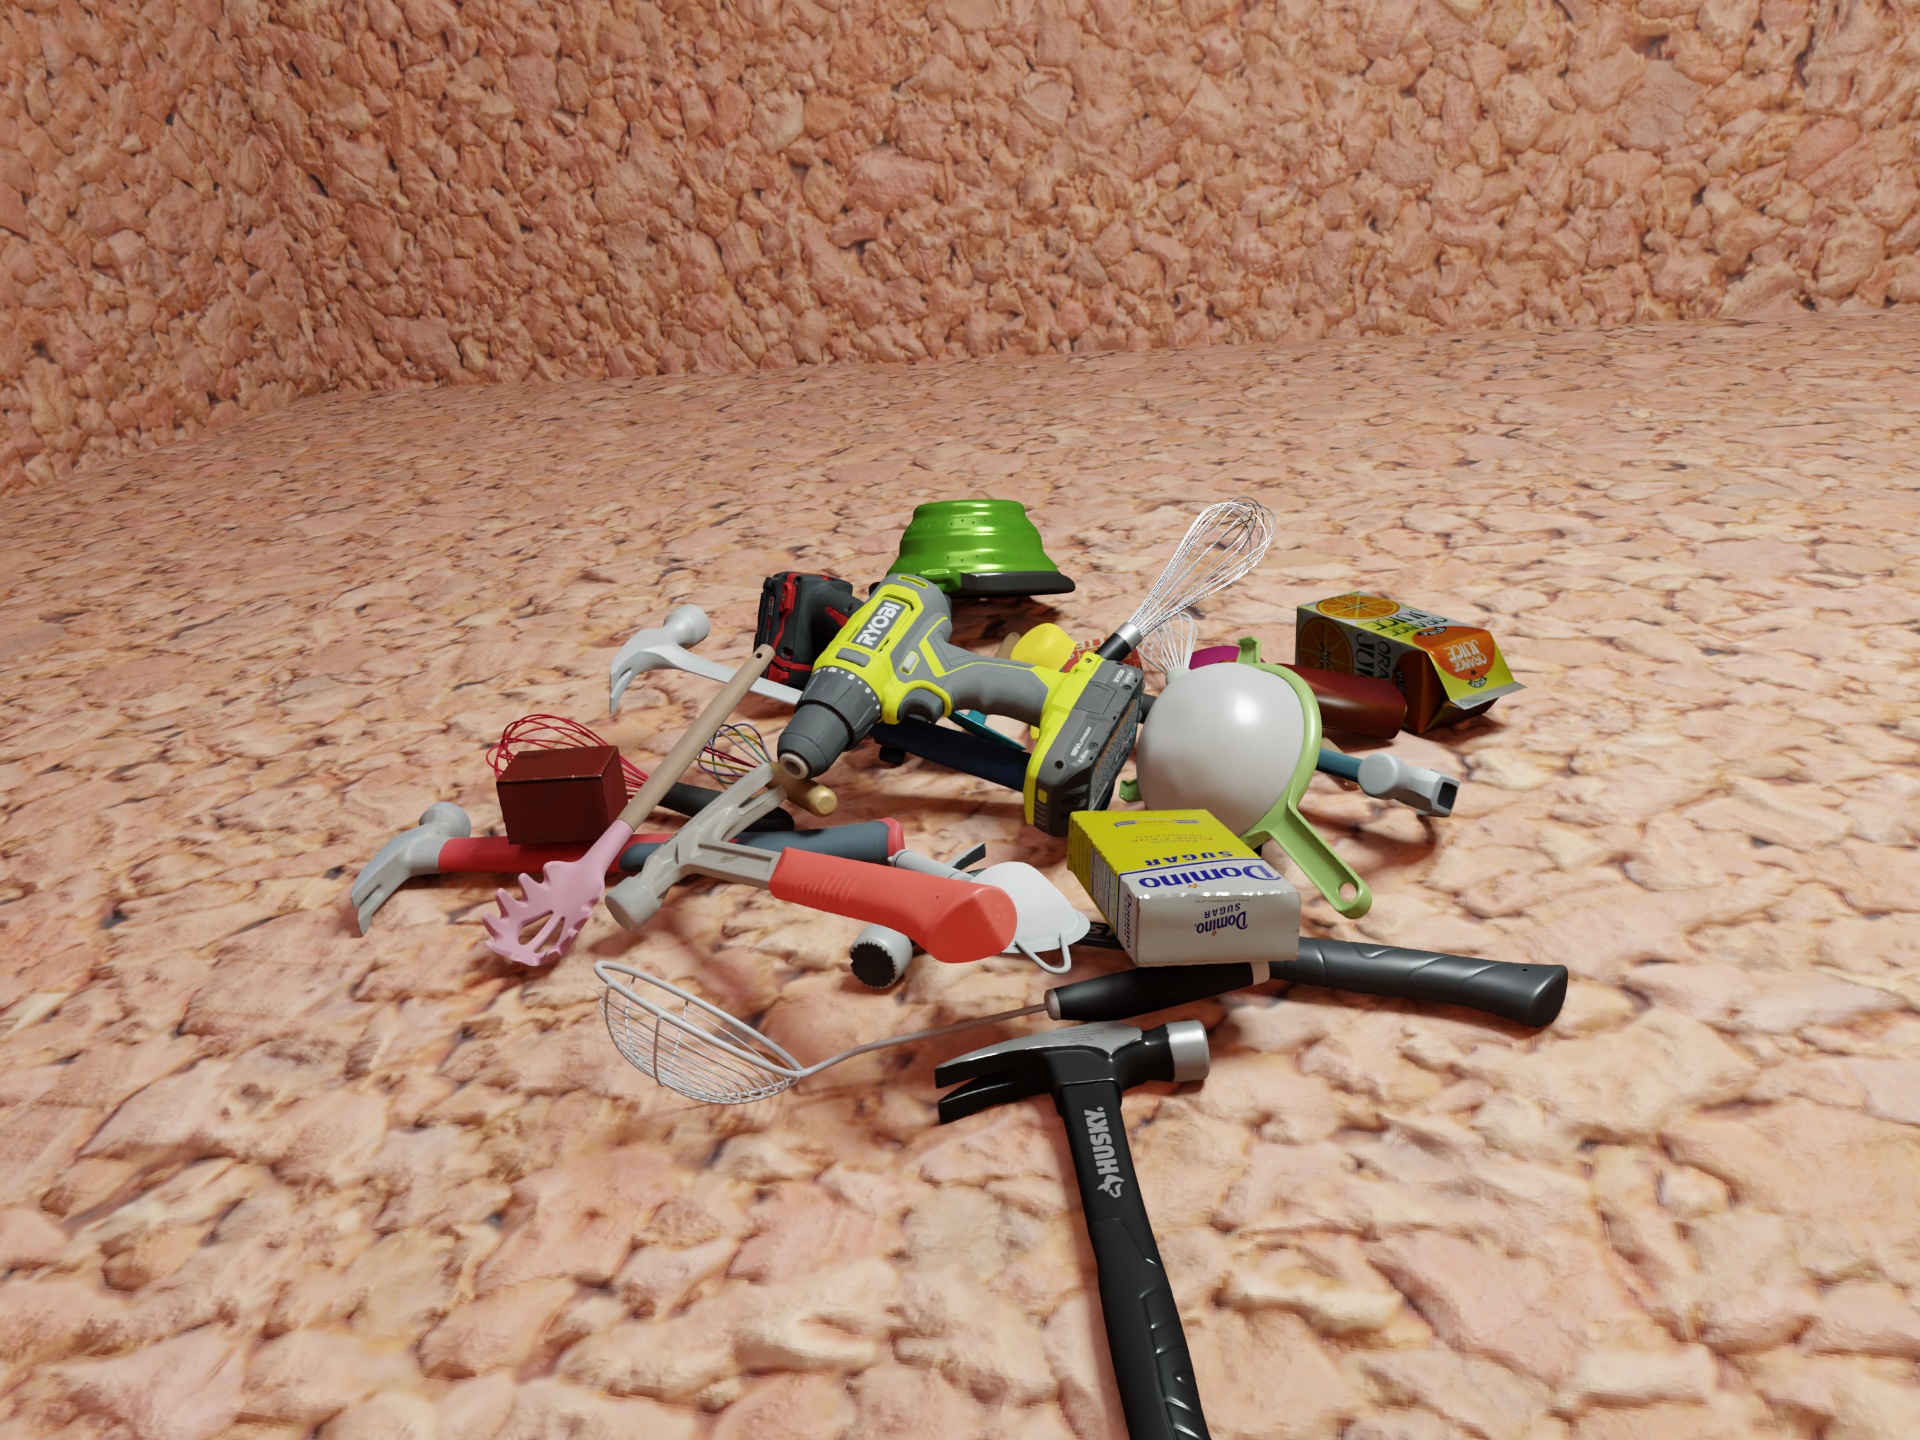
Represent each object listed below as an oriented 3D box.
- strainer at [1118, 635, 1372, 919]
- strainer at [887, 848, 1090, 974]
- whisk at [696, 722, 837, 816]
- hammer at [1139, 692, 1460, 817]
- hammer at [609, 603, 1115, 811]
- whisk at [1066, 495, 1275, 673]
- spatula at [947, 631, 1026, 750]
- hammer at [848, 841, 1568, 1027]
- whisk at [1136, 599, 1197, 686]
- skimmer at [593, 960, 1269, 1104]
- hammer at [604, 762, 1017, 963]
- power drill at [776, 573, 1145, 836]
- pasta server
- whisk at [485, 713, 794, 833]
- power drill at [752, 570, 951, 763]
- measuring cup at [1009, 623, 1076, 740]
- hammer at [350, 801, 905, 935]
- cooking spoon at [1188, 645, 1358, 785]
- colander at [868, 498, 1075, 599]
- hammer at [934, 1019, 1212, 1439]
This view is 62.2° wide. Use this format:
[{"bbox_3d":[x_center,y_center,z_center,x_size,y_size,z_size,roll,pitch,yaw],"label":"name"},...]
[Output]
[{"bbox_3d":[0.181,0.042,1.036,0.069,0.151,0.257,31,14,-31],"label":"strainer"},{"bbox_3d":[0.003,0.099,0.937,0.087,0.050,0.258,-5,5,-22],"label":"strainer"},{"bbox_3d":[-0.153,0.040,1.208,0.047,0.051,0.245,12,4,-30],"label":"whisk"},{"bbox_3d":[0.215,0.014,1.161,0.128,0.033,0.331,16,2,-41],"label":"hammer"},{"bbox_3d":[-0.081,0.001,1.212,0.405,0.035,0.144,18,31,17],"label":"hammer"},{"bbox_3d":[0.166,-0.092,1.362,0.284,0.070,0.070,-44,34,-14],"label":"whisk"},{"bbox_3d":[0.031,-0.034,1.387,0.082,0.044,0.318,27,22,-1],"label":"spatula"},{"bbox_3d":[0.146,0.135,0.954,0.409,0.036,0.149,4,23,23],"label":"hammer"},{"bbox_3d":[0.187,-0.039,1.360,0.058,0.059,0.246,-18,25,8],"label":"whisk"},{"bbox_3d":[-0.014,0.141,0.876,0.363,0.090,0.127,-11,-6,-4],"label":"skimmer"},{"bbox_3d":[-0.081,0.088,0.941,0.149,0.036,0.359,-41,23,-27],"label":"hammer"},{"bbox_3d":[-0.002,-0.004,1.132,0.228,0.080,0.191,20,50,18],"label":"power drill"},{"bbox_3d":[-0.218,0.050,1.108,0.060,0.040,0.316,27,55,12],"label":"pasta server"},{"bbox_3d":[-0.254,0.050,1.243,0.296,0.073,0.073,13,28,26],"label":"whisk"},{"bbox_3d":[-0.091,-0.051,1.348,0.078,0.143,0.220,4,8,-36],"label":"power drill"},{"bbox_3d":[0.063,-0.033,1.322,0.062,0.029,0.157,-36,21,23],"label":"measuring cup"},{"bbox_3d":[-0.231,0.101,1.128,0.386,0.038,0.143,-2,23,10],"label":"hammer"},{"bbox_3d":[0.259,-0.013,1.309,0.068,0.017,0.319,-10,22,-8],"label":"cooking spoon"},{"bbox_3d":[0.000,-0.163,1.489,0.204,0.094,0.397,-2,3,7],"label":"colander"},{"bbox_3d":[0.069,0.240,0.713,0.146,0.035,0.335,-6,22,-2],"label":"hammer"}]
